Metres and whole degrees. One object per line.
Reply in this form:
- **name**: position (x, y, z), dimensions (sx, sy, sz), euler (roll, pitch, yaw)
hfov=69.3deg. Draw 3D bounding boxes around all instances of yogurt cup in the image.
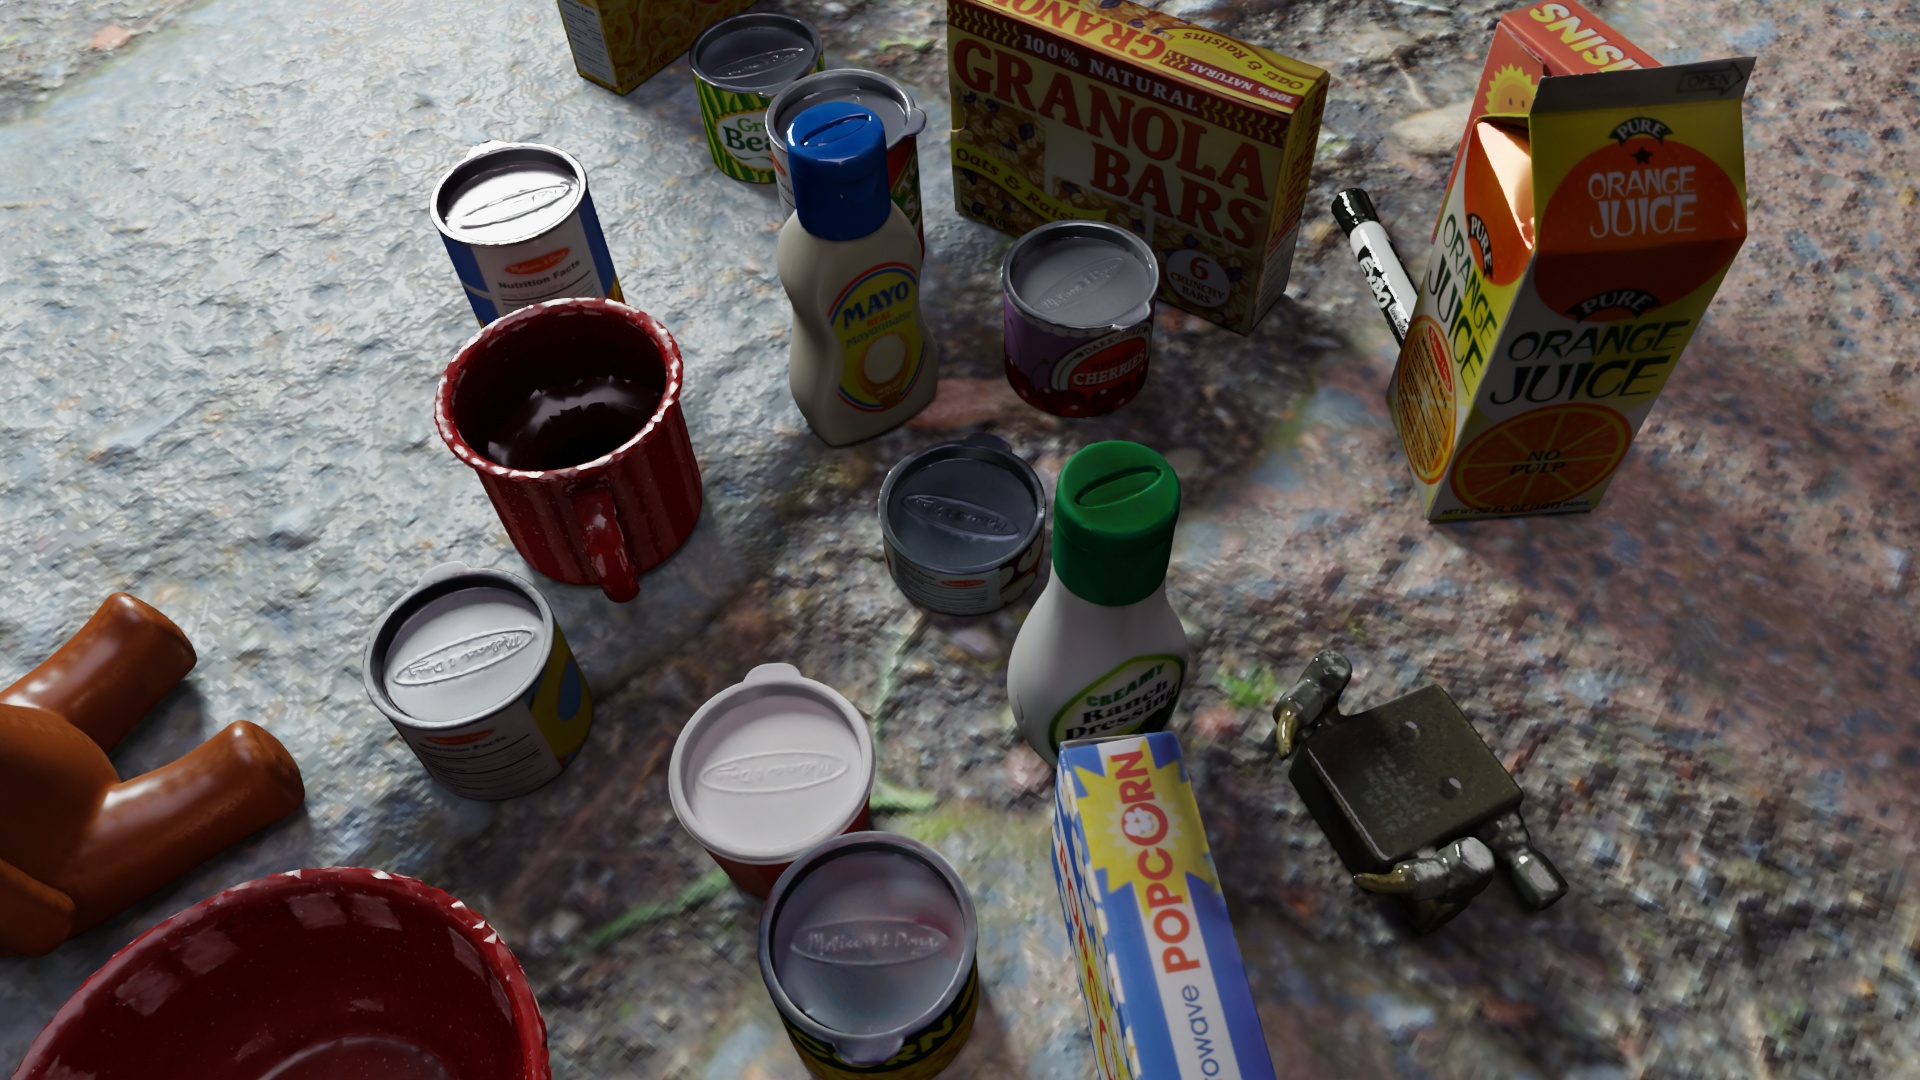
- **yogurt cup**: position (-0.061, 0.088, 0.476), dimensions (0.072, 0.053, 0.073), euler (-1, 54, 1)

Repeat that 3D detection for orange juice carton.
- **orange juice carton**: position (0.220, -0.093, 0.513), dimensions (0.072, 0.191, 0.073), euler (-4, 54, -1)

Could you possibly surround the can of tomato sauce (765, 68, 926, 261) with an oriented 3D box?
- **can of tomato sauce**: position (-0.049, -0.163, 0.642), dimensions (0.071, 0.082, 0.071), euler (-1, 54, 1)

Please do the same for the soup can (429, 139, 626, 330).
- **soup can**: position (-0.190, -0.124, 0.618), dimensions (0.071, 0.083, 0.072), euler (-1, 54, 1)

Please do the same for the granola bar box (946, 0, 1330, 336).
- **granola bar box**: position (0.072, -0.175, 0.621), dimensions (0.166, 0.123, 0.039), euler (28, 60, 21)

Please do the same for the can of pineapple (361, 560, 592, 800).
- **can of pineapple**: position (-0.173, 0.051, 0.505), dimensions (0.071, 0.057, 0.071), euler (-1, 54, 1)

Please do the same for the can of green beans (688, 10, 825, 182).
- **can of green beans**: position (-0.100, -0.224, 0.704), dimensions (0.071, 0.057, 0.071), euler (-1, 54, 1)

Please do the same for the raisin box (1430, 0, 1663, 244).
- **raisin box**: position (0.257, -0.157, 0.602), dimensions (0.040, 0.122, 0.086), euler (-22, 56, -13)

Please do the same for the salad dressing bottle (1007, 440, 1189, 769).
- **salad dressing bottle**: position (0.047, 0.027, 0.459), dimensions (0.064, 0.147, 0.044), euler (-20, 56, -12)

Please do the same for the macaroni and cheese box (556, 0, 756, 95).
- **macaroni and cheese box**: position (-0.163, -0.338, 0.723), dimensions (0.040, 0.165, 0.124), euler (30, 60, 22)

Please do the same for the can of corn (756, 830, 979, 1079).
- **can of corn**: position (-0.027, 0.136, 0.437), dimensions (0.071, 0.058, 0.071), euler (-1, 54, 1)

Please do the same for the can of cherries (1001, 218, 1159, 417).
- **can of cherries**: position (0.052, -0.094, 0.603), dimensions (0.071, 0.058, 0.072), euler (-1, 54, 1)

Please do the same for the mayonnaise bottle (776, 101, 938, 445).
- **mayonnaise bottle**: position (-0.043, -0.104, 0.558), dimensions (0.065, 0.147, 0.041), euler (-29, 58, -18)

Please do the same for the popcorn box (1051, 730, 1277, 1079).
- **popcorn box**: position (0.058, 0.133, 0.419), dimensions (0.038, 0.084, 0.127), euler (-9, 54, -4)

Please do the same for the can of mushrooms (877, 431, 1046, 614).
- **can of mushrooms**: position (0.002, -0.007, 0.556), dimensions (0.071, 0.033, 0.071), euler (-1, 54, 1)
